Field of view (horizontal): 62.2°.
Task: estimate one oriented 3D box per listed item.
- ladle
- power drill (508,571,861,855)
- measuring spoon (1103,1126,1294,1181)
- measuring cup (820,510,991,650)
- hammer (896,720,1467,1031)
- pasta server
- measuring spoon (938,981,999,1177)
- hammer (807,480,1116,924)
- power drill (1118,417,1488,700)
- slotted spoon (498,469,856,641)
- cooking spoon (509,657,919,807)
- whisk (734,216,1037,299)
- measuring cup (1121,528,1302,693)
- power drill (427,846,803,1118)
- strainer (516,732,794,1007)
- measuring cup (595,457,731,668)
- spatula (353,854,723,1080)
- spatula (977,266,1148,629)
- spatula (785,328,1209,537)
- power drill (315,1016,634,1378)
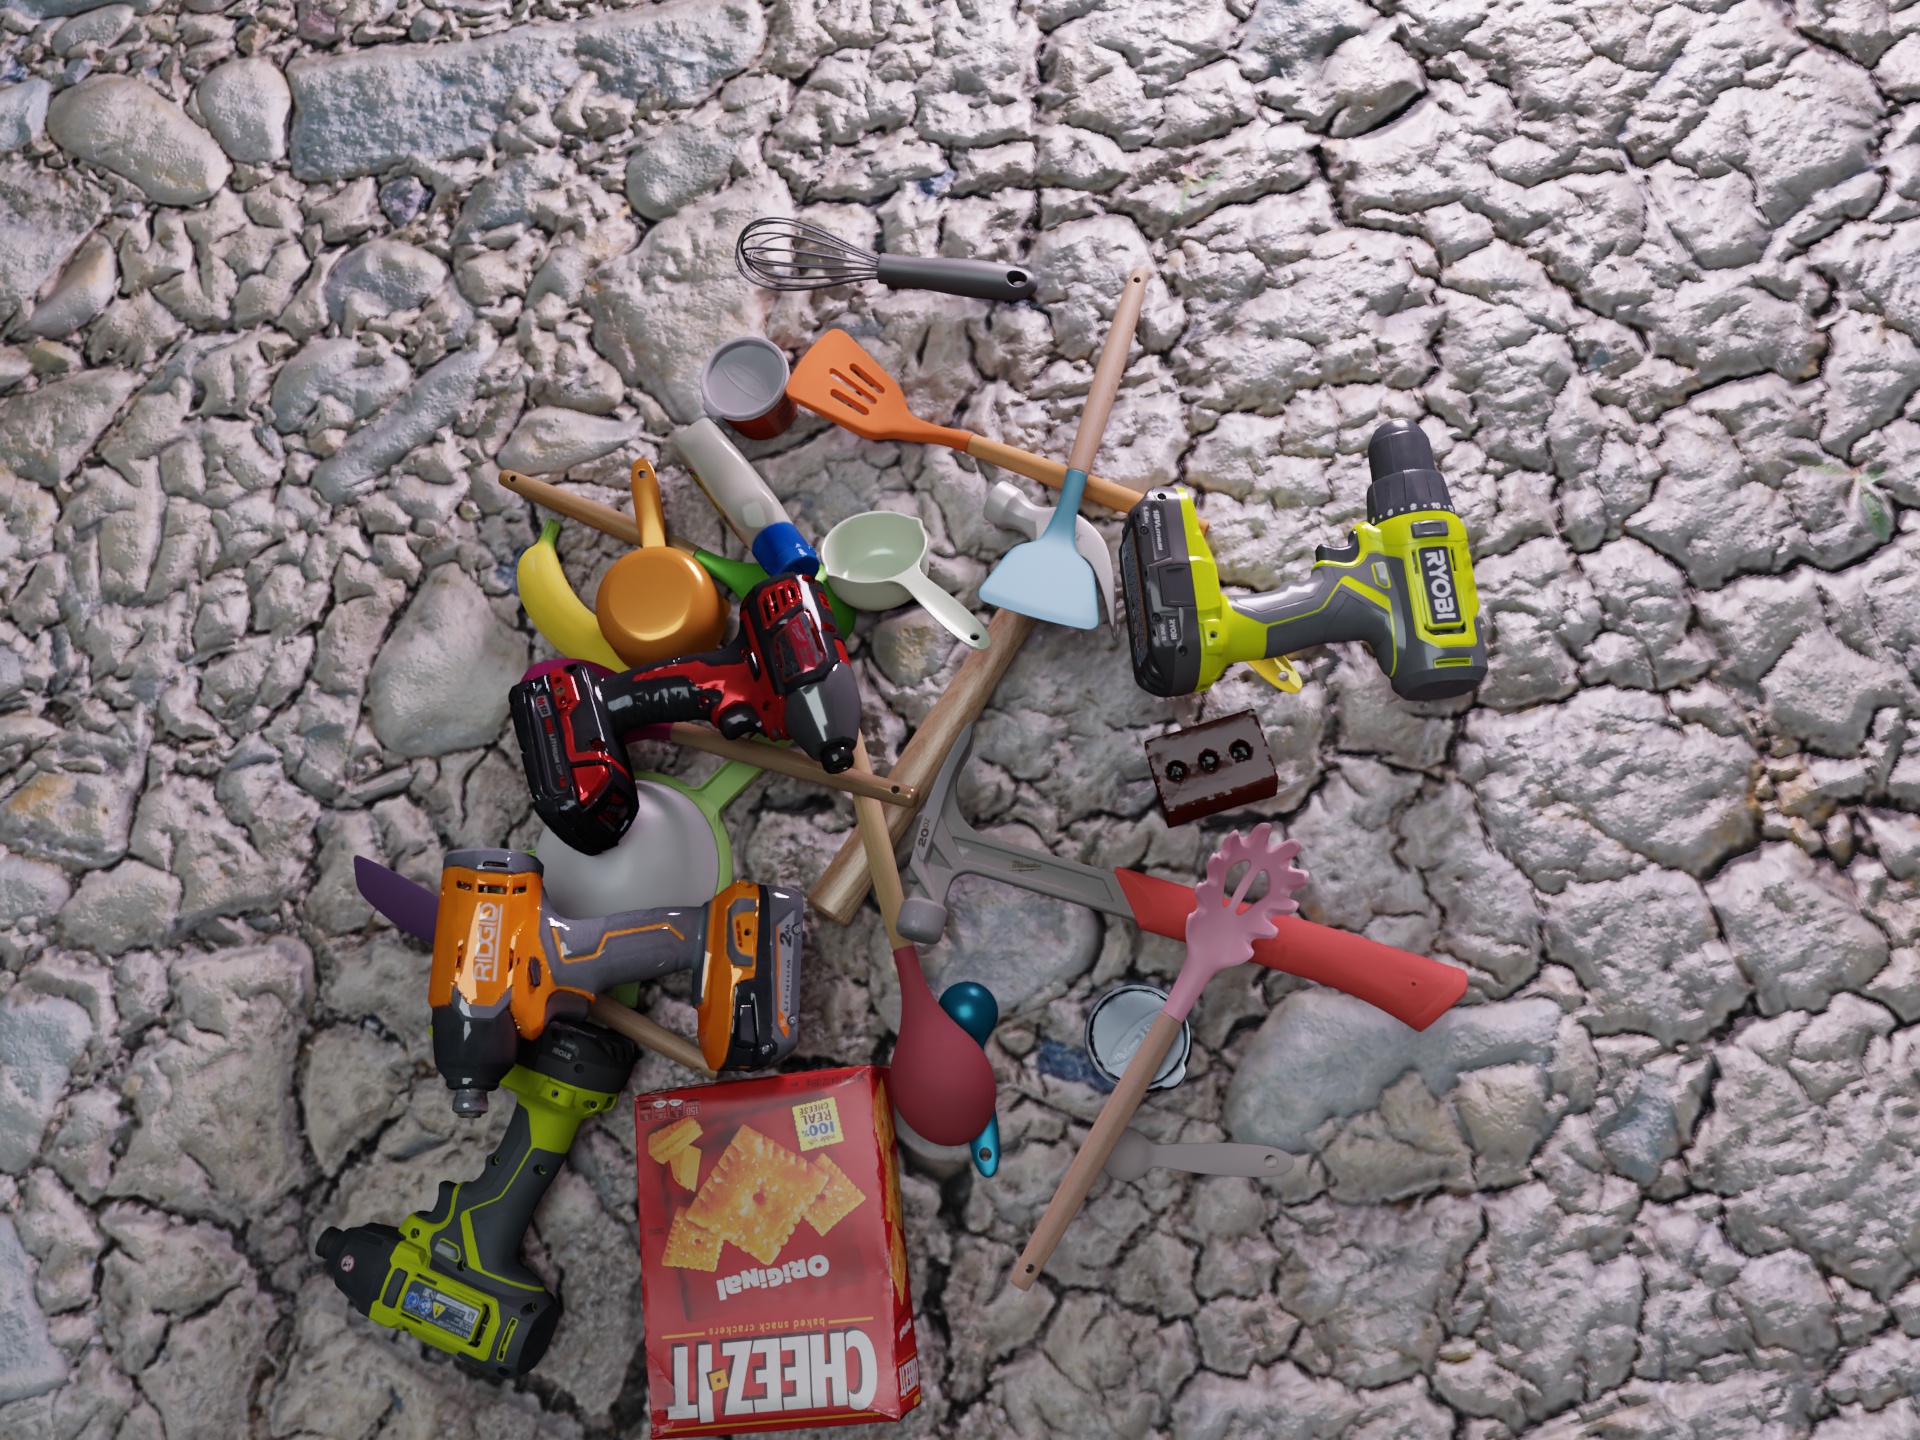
[{"bbox_3d":[-0.043,0.126,1.061,0.069,0.031,0.315,-17,77,7],"label":"ladle"},{"bbox_3d":[-0.174,0.001,1.054,0.219,0.078,0.143,-22,64,0],"label":"power drill"},{"bbox_3d":[0.150,0.279,1.014,0.124,0.018,0.034,0,75,10],"label":"measuring spoon"},{"bbox_3d":[-0.032,-0.086,1.113,0.083,0.038,0.168,-33,54,-20],"label":"measuring cup"},{"bbox_3d":[0.146,0.116,1.029,0.359,0.036,0.149,15,72,7],"label":"hammer"},{"bbox_3d":[0.116,0.205,0.968,0.060,0.040,0.316,31,82,5],"label":"pasta server"},{"bbox_3d":[0.009,0.235,1.049,0.042,0.021,0.129,-11,72,8],"label":"measuring spoon"},{"bbox_3d":[-0.002,-0.004,1.112,0.130,0.031,0.331,30,83,17],"label":"hammer"},{"bbox_3d":[0.226,-0.105,1.060,0.228,0.080,0.191,-5,75,-4],"label":"power drill"},{"bbox_3d":[-0.219,-0.129,1.189,0.314,0.031,0.070,23,75,17],"label":"slotted spoon"},{"bbox_3d":[-0.175,0.013,1.099,0.319,0.017,0.069,15,68,18],"label":"cooking spoon"},{"bbox_3d":[-0.058,-0.346,1.210,0.239,0.055,0.055,9,77,8],"label":"whisk"},{"bbox_3d":[0.175,-0.072,1.106,0.156,0.029,0.062,44,83,6],"label":"measuring cup"},{"bbox_3d":[-0.220,0.172,1.014,0.226,0.084,0.164,7,70,-18],"label":"power drill"},{"bbox_3d":[-0.201,0.067,1.109,0.256,0.069,0.152,-43,72,-1],"label":"strainer"},{"bbox_3d":[-0.222,-0.119,1.139,0.095,0.052,0.174,-12,74,0],"label":"measuring cup"},{"bbox_3d":[-0.299,0.175,1.108,0.316,0.059,0.018,24,41,16],"label":"spatula"},{"bbox_3d":[0.091,-0.199,1.117,0.082,0.044,0.318,16,68,4],"label":"spatula"},{"bbox_3d":[0.029,-0.199,1.153,0.323,0.041,0.081,22,58,14],"label":"spatula"},{"bbox_3d":[-0.326,0.300,1.068,0.171,0.080,0.223,18,82,14],"label":"power drill"}]
